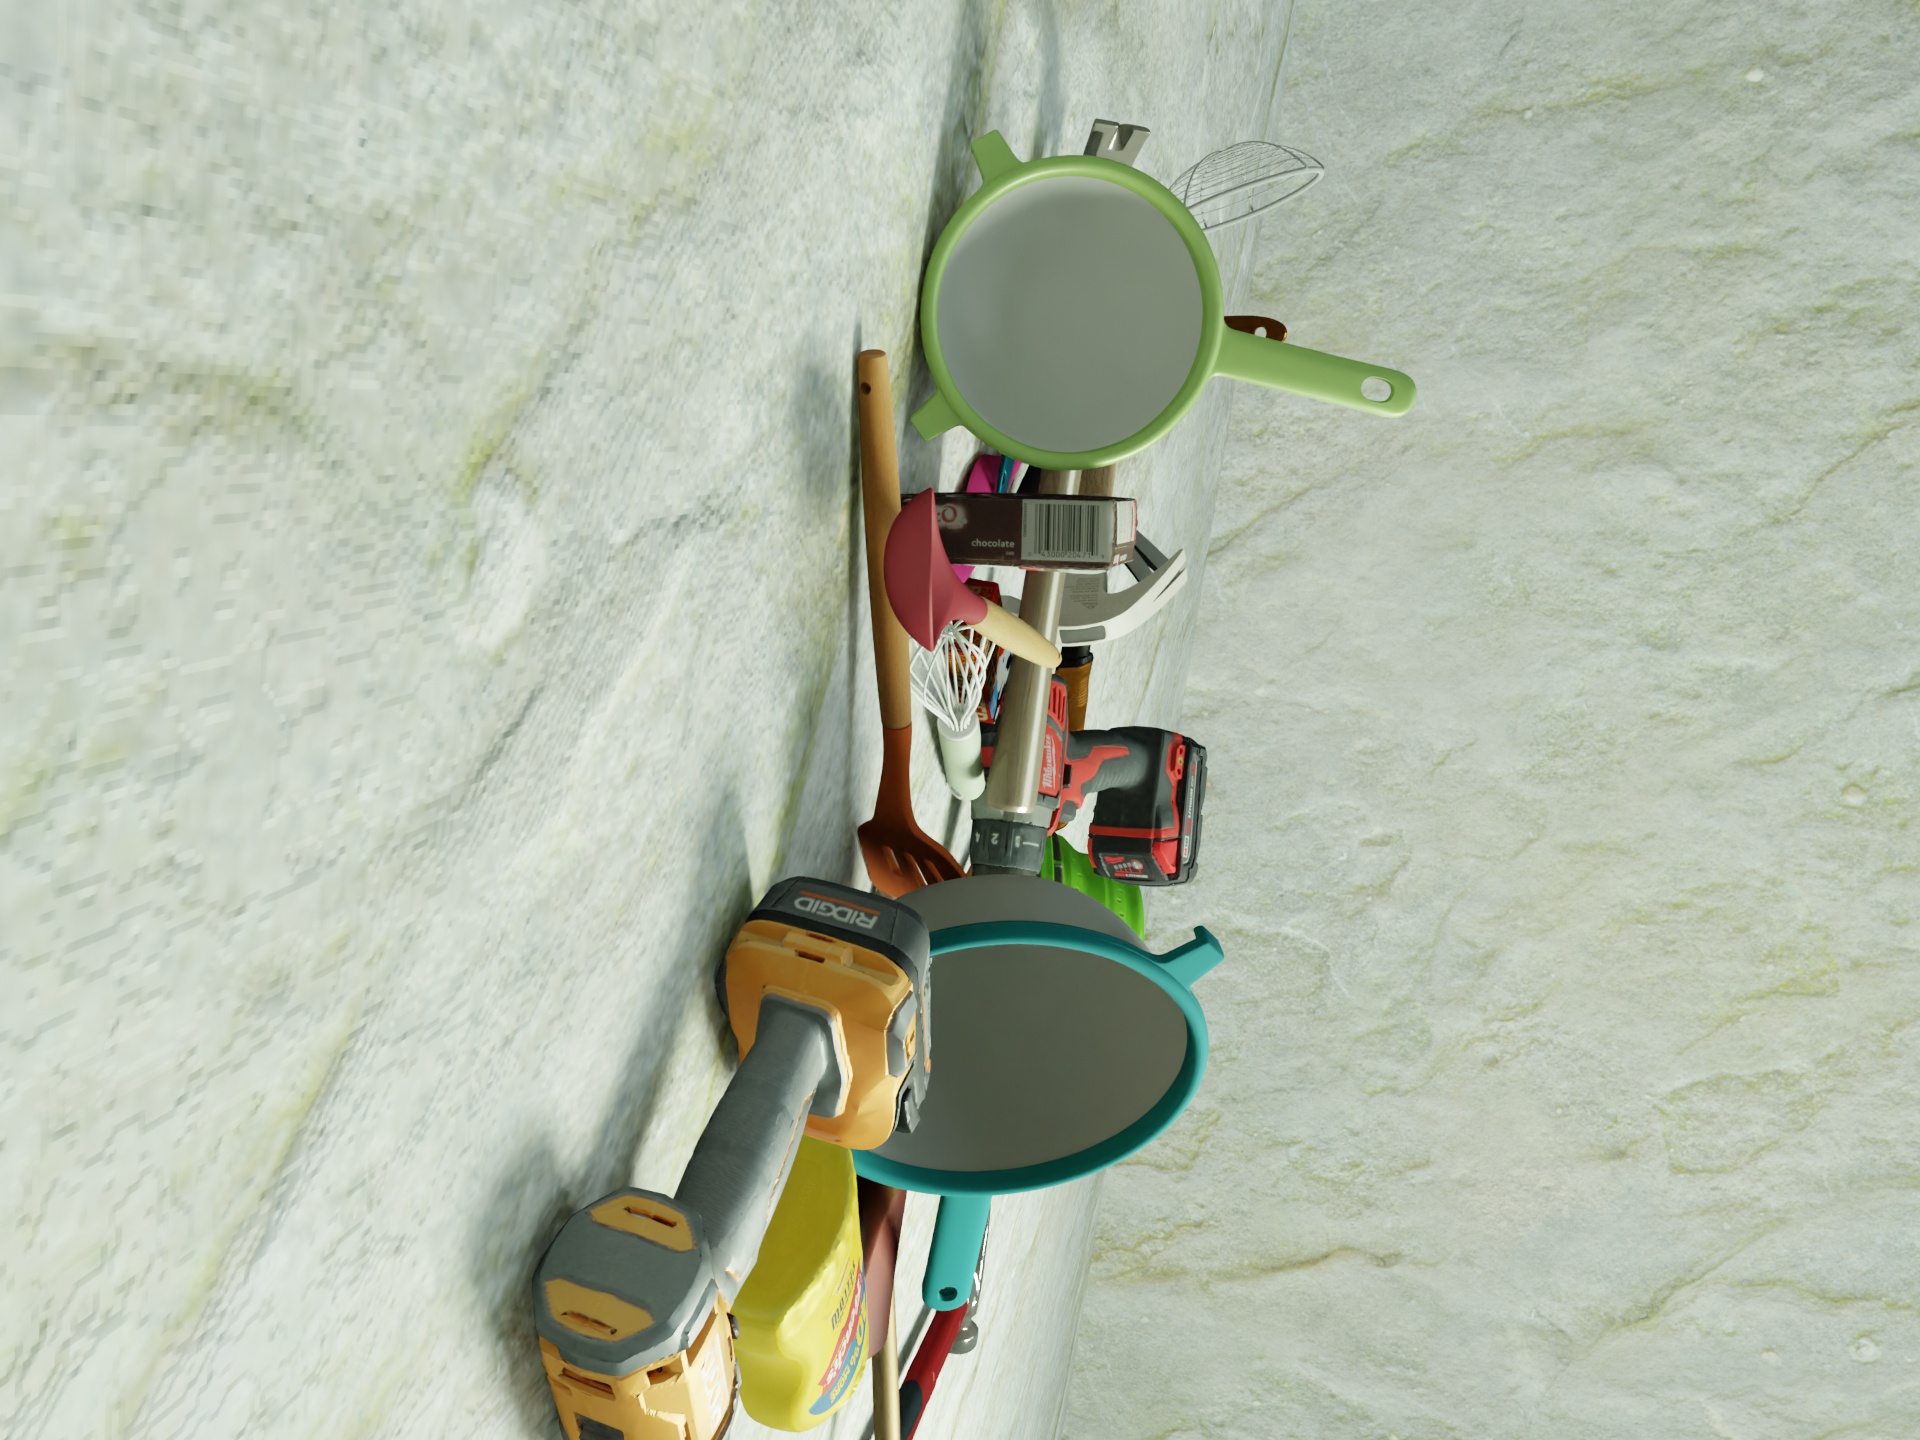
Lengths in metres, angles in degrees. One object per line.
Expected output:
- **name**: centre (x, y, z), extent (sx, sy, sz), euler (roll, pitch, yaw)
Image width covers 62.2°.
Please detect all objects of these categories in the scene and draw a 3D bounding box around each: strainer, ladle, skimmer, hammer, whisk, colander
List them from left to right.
- **ladle**: centre (-0.036, 0.495, 1.037), extent (0.078, 0.062, 0.320), euler (6, 81, -70)
- **hammer**: centre (-0.039, 0.509, 1.207), extent (0.386, 0.038, 0.143), euler (-39, 137, -72)
- **whisk**: centre (-0.001, -0.003, 0.931), extent (0.059, 0.058, 0.246), euler (-40, 161, -13)
- **strainer**: centre (0.007, 0.193, 0.853), extent (0.095, 0.211, 0.340), euler (-97, -169, -48)
- **ladle**: centre (0.014, -0.052, 0.791), extent (0.315, 0.031, 0.069), euler (21, 69, -74)
- **hammer**: centre (0.061, -0.147, 0.963), extent (0.146, 0.038, 0.410), euler (-129, -133, -86)
- **colander**: centre (0.088, 0.239, 1.347), extent (0.205, 0.094, 0.396), euler (-90, -174, -48)
- **hammer**: centre (0.092, -0.025, 1.236), extent (0.034, 0.127, 0.336), euler (-28, 145, -28)
- **hammer**: centre (0.099, -0.190, 1.127), extent (0.031, 0.130, 0.332), euler (74, 20, -54)
- **skimmer**: centre (0.142, -0.267, 1.121), extent (0.363, 0.090, 0.127), euler (-62, -159, -17)
- **strainer**: centre (0.104, -0.194, 0.815), extent (0.069, 0.256, 0.151), euler (-119, -139, -77)

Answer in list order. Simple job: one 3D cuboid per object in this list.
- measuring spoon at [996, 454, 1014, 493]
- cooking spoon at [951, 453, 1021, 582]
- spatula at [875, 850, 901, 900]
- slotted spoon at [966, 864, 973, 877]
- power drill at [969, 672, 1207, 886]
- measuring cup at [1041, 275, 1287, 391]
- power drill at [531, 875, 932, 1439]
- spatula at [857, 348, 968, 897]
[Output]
- **measuring spoon**: centre (0.028, -0.196, 0.954), extent (0.042, 0.021, 0.128), euler (17, 84, -75)
- **cooking spoon**: centre (0.041, -0.186, 1.035), extent (0.319, 0.017, 0.068), euler (-65, 162, -48)
- **spatula**: centre (-0.063, 0.220, 0.880), extent (0.059, 0.018, 0.316), euler (22, 76, -53)
- **slotted spoon**: centre (0.016, 0.105, 1.145), extent (0.314, 0.031, 0.070), euler (-61, 167, -51)
- **power drill**: centre (0.084, 0.072, 1.137), extent (0.226, 0.080, 0.188), euler (17, 76, -50)
- **measuring cup**: centre (0.086, -0.208, 0.860), extent (0.052, 0.174, 0.095), euler (-14, 107, -58)
- **power drill**: centre (-0.084, 0.198, 0.632), extent (0.226, 0.084, 0.185), euler (-61, 158, -46)
- **spatula**: centre (-0.028, -0.025, 0.779), extent (0.041, 0.081, 0.322), euler (-40, 137, -47)
